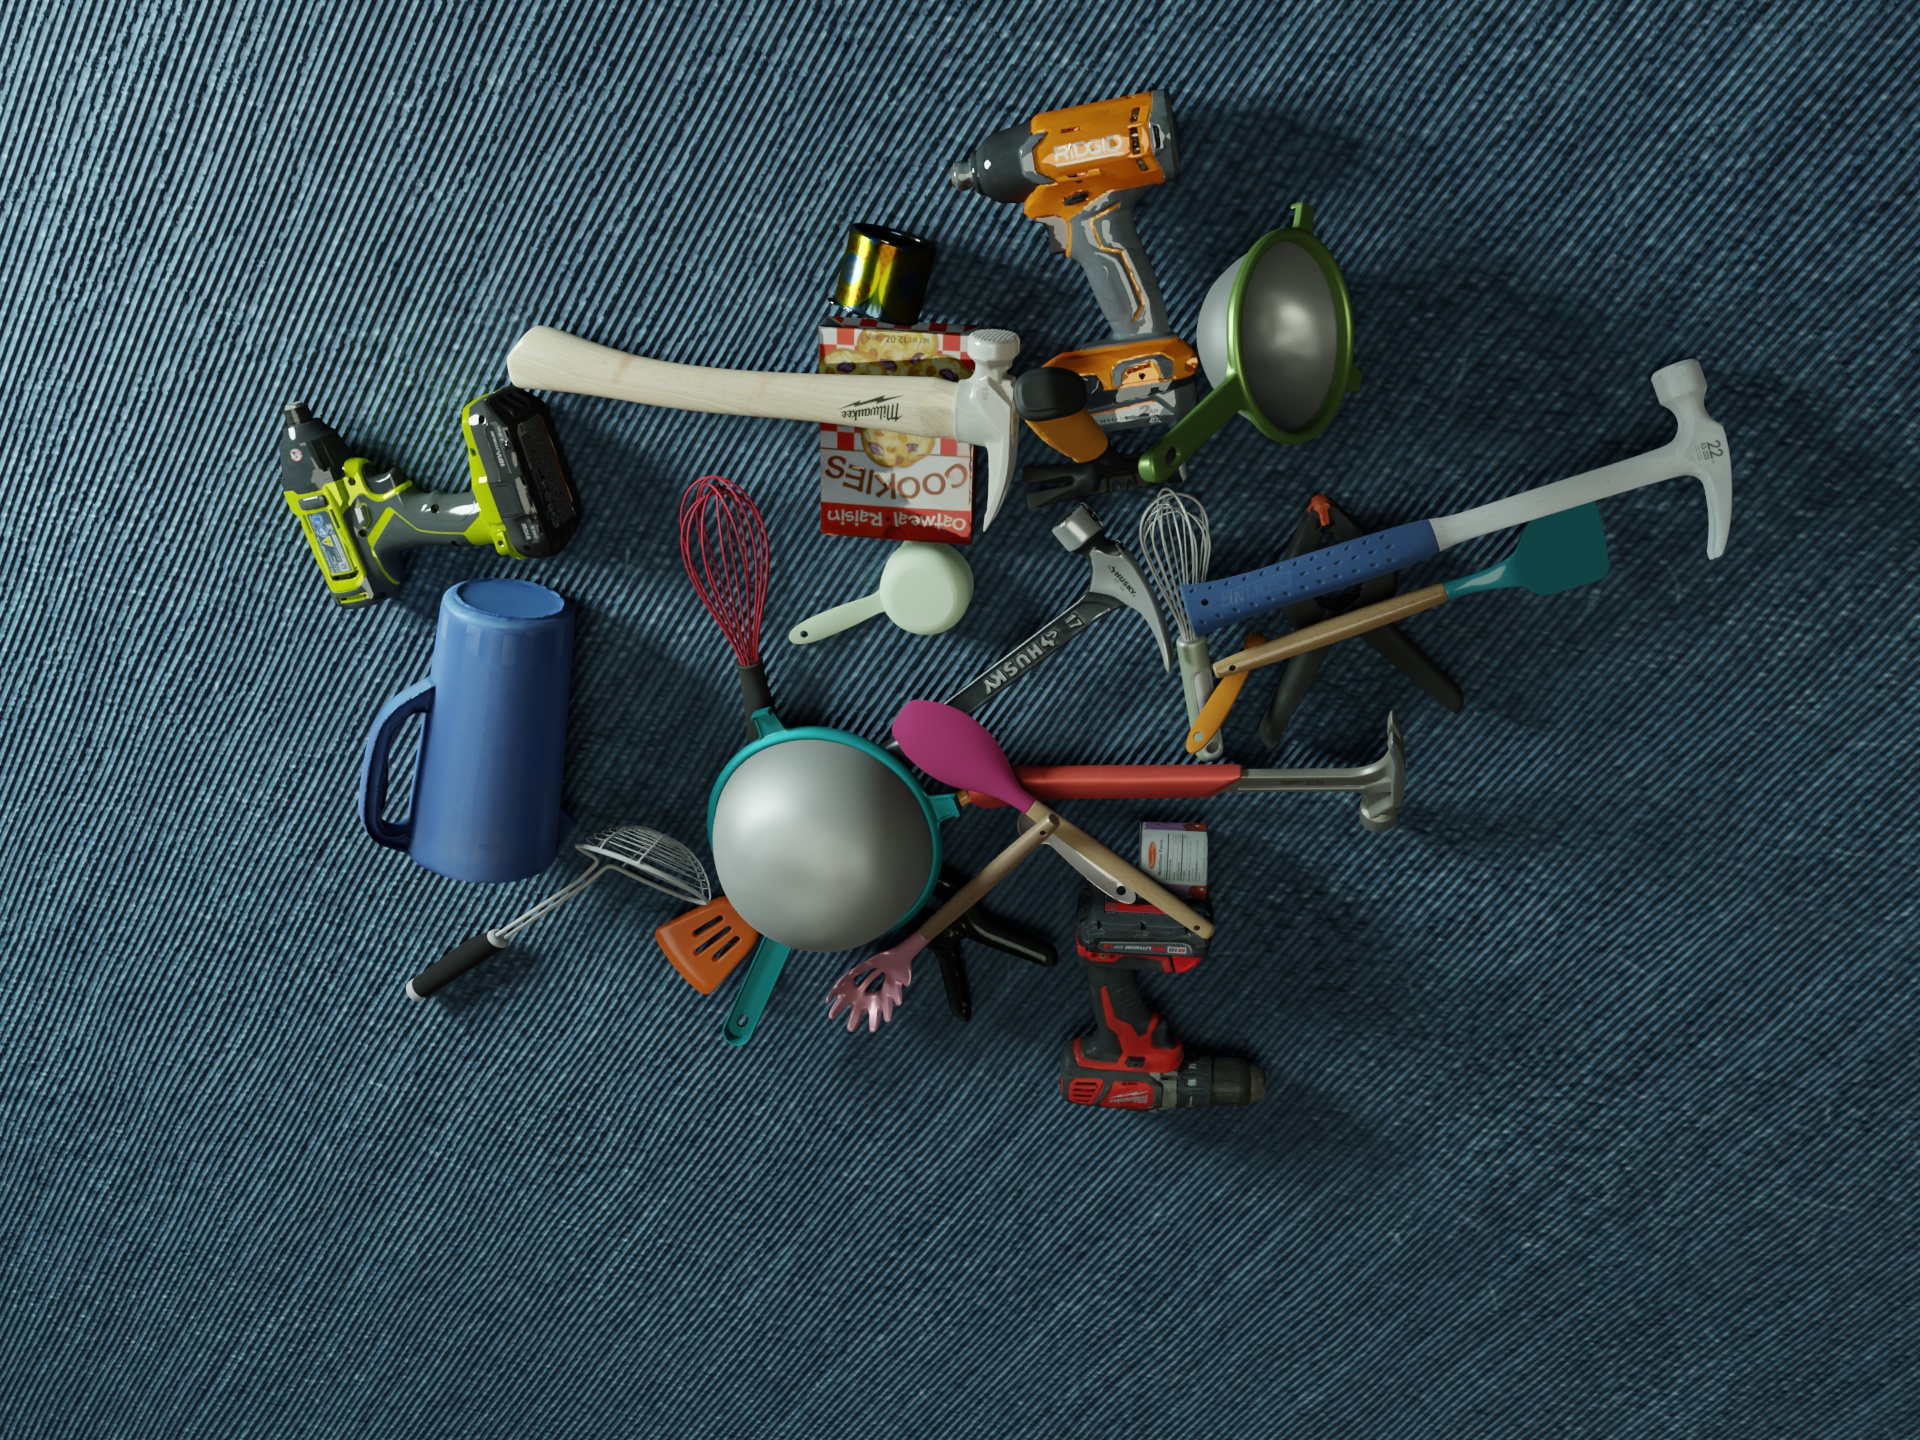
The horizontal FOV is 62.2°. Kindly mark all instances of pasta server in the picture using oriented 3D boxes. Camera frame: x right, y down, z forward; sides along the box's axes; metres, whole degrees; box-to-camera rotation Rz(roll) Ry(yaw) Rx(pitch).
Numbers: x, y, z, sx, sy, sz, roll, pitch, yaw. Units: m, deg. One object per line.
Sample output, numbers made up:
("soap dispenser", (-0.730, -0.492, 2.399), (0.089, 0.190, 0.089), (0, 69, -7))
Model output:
("pasta server", (-0.016, 0.177, 1.384), (0.060, 0.040, 0.316), (35, 126, -14))

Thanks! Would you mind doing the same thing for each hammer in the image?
("hammer", (0.367, -0.136, 1.191), (0.405, 0.035, 0.144), (-17, 85, 11))
("hammer", (-0.002, -0.004, 1.332), (0.409, 0.036, 0.149), (-38, 100, 25))
("hammer", (-0.156, -0.242, 1.220), (0.411, 0.038, 0.146), (9, 118, 14))
("hammer", (0.183, 0.046, 1.320), (0.359, 0.037, 0.149), (-1, 148, 12))
("hammer", (0.077, -0.192, 1.094), (0.127, 0.337, 0.034), (-8, 88, 13))

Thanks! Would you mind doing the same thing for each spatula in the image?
("spatula", (-0.126, 0.143, 1.428), (0.322, 0.041, 0.081), (-30, 107, 18))
("spatula", (0.348, -0.093, 1.234), (0.317, 0.044, 0.082), (-19, 110, 9))

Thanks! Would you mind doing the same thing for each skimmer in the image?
("skimmer", (-0.384, 0.197, 1.458), (0.363, 0.090, 0.127), (-32, 137, 22))

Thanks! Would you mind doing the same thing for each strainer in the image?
("strainer", (-0.150, 0.170, 1.370), (0.211, 0.095, 0.340), (25, 115, 0))
("strainer", (0.185, -0.243, 1.127), (0.069, 0.256, 0.151), (9, 135, 46))

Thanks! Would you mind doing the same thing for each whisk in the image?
("whisk", (0.186, -0.073, 1.286), (0.058, 0.059, 0.246), (-20, 118, -12))
("whisk", (-0.180, -0.066, 1.331), (0.073, 0.073, 0.295), (-3, 121, 9))

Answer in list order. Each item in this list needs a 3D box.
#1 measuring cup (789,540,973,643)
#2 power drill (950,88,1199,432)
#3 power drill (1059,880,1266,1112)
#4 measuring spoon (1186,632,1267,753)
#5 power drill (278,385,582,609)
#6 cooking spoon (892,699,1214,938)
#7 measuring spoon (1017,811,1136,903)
("measuring cup", (-0.070, -0.091, 1.311), (0.167, 0.038, 0.083), (-21, 111, 14))
("power drill", (0.088, -0.327, 1.161), (0.164, 0.084, 0.226), (-7, 110, 11))
("power drill", (0.184, 0.257, 1.424), (0.188, 0.080, 0.226), (3, 118, 6))
("measuring spoon", (0.214, -0.024, 1.285), (0.021, 0.011, 0.117), (26, 77, 30))
("power drill", (-0.439, -0.191, 1.295), (0.223, 0.080, 0.171), (-8, 114, 14))
("cooking spoon", (0.079, 0.086, 1.323), (0.319, 0.017, 0.068), (35, 119, -2))
("measuring spoon", (0.102, 0.119, 1.382), (0.124, 0.018, 0.034), (38, 88, 9))
